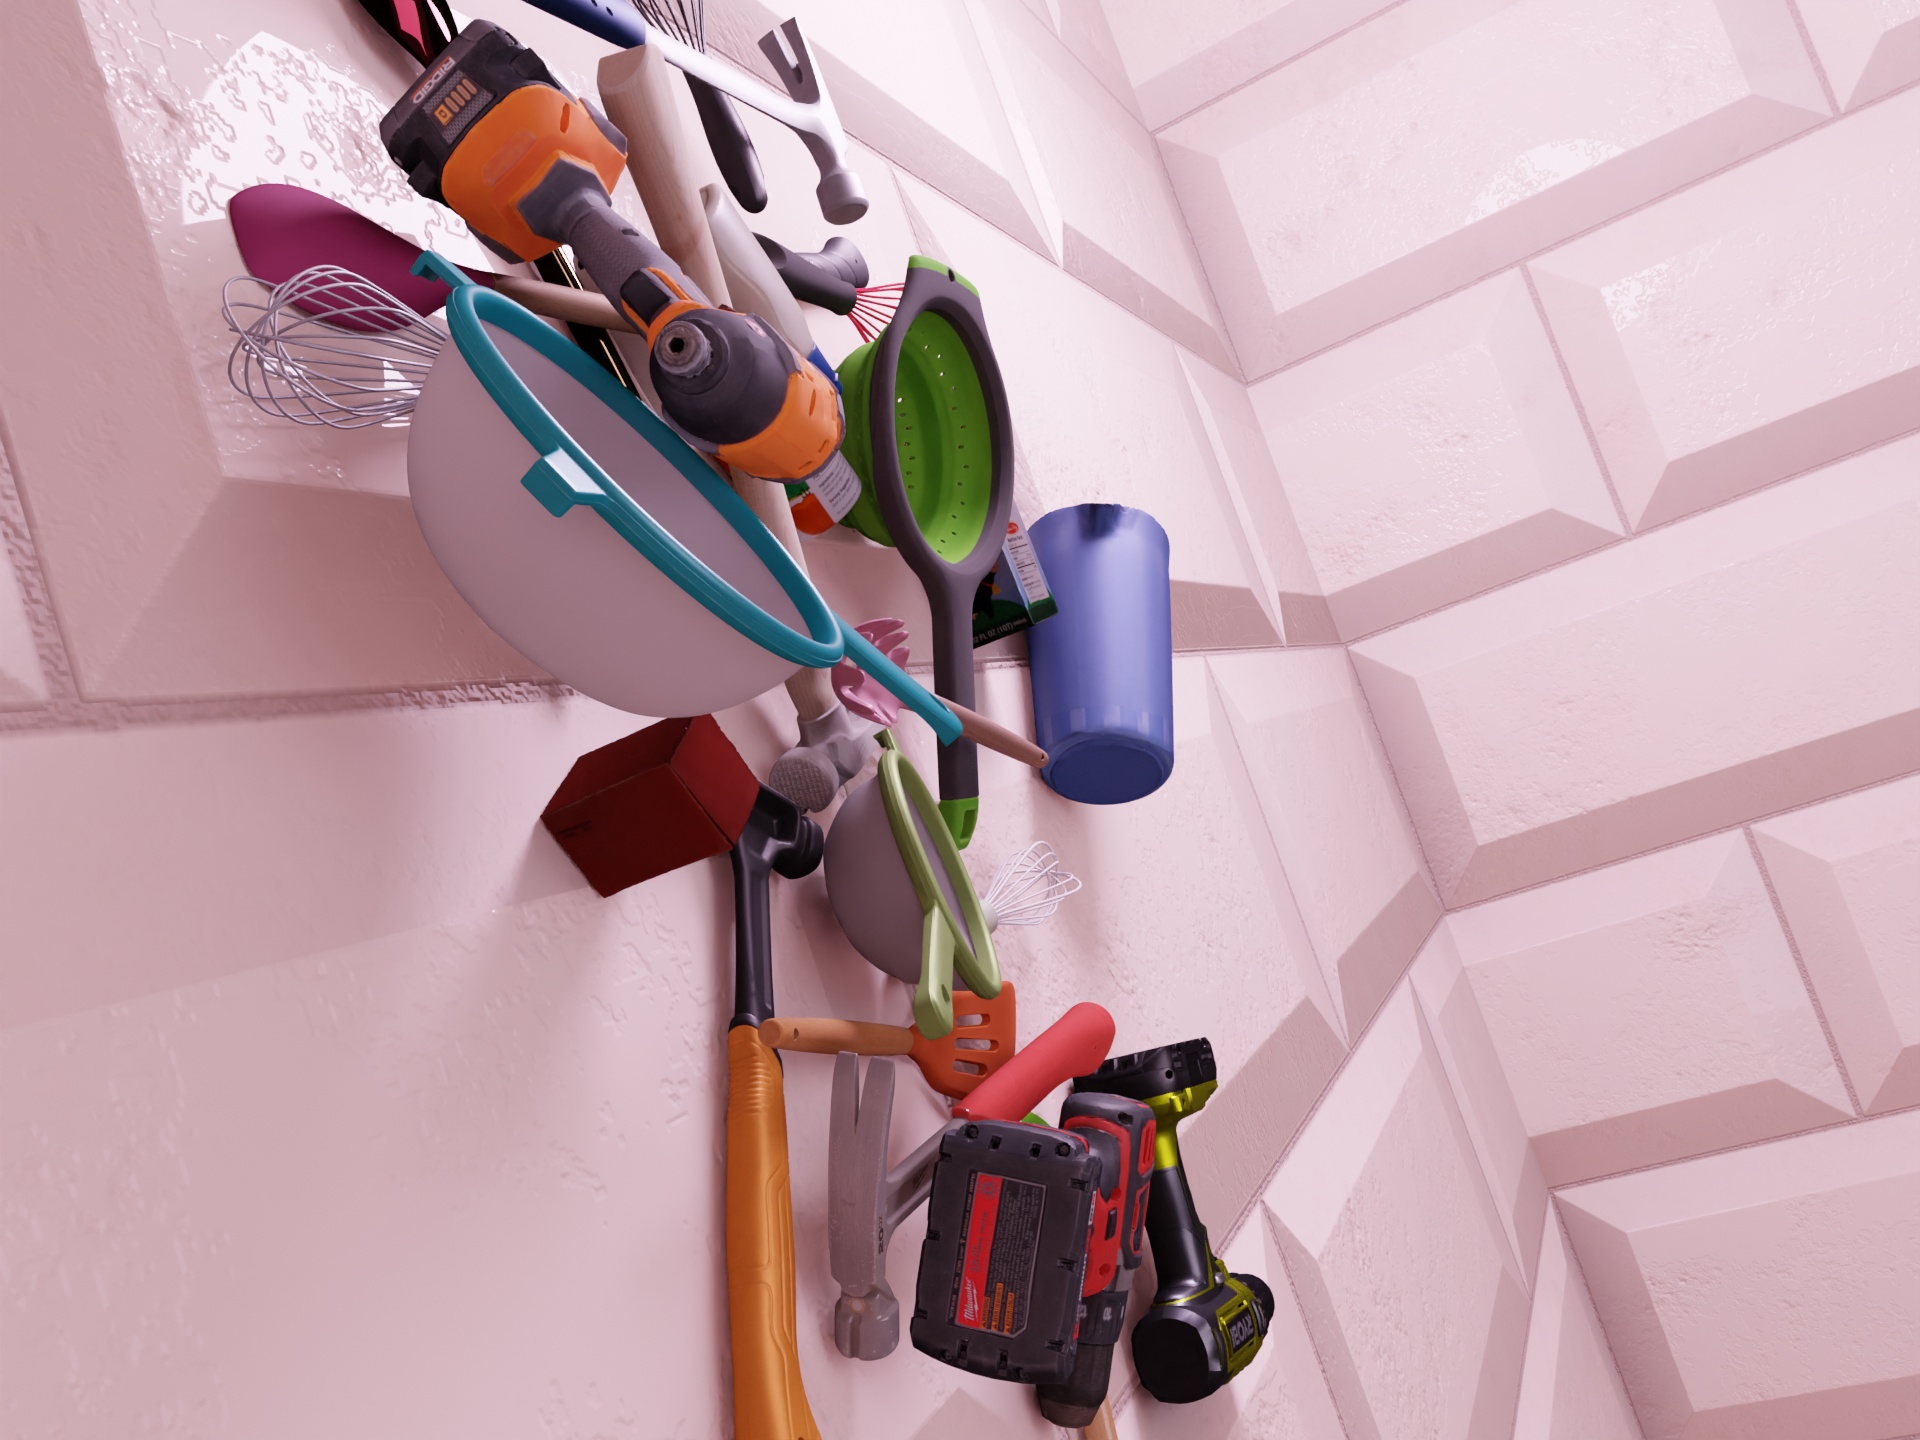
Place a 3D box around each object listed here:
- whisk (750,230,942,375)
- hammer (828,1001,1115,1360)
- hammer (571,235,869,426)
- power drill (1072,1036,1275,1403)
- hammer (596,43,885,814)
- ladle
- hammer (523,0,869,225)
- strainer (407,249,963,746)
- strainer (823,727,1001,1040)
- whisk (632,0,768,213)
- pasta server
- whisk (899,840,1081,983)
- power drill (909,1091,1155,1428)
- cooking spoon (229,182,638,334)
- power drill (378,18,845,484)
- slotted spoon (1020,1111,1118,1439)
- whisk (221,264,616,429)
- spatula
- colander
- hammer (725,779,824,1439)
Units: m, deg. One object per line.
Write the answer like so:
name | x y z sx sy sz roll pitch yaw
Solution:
whisk | -0.072 -0.294 1.126 0.295 0.073 0.073 3 67 -60
hammer | 0.019 0.213 0.908 0.359 0.037 0.149 -15 108 -66
hammer | -0.141 -0.294 1.077 0.149 0.036 0.409 66 22 -10
power drill | 0.161 0.349 1.134 0.190 0.080 0.229 14 60 -63
hammer | -0.118 -0.160 0.892 0.146 0.038 0.410 -59 138 -64
ladle | -0.235 -0.272 0.858 0.315 0.031 0.069 63 23 -18
hammer | -0.191 -0.415 0.955 0.405 0.035 0.144 -2 72 -61
strainer | -0.119 -0.044 0.703 0.340 0.095 0.211 40 10 -47
strainer | -0.035 0.112 0.846 0.256 0.069 0.151 -91 157 -74
whisk | -0.178 -0.449 1.084 0.055 0.055 0.239 5 60 -65
pasta server | -0.002 -0.003 1.013 0.316 0.040 0.060 26 72 -62
whisk | 0.018 0.128 1.048 0.246 0.059 0.058 -20 116 -63
power drill | 0.050 0.299 0.860 0.226 0.080 0.188 32 65 -68
cooking spoon | -0.221 -0.216 0.804 0.318 0.017 0.069 -7 76 -59
power drill | -0.155 -0.208 0.727 0.226 0.084 0.164 46 6 7
slotted spoon | 0.076 0.390 0.969 0.070 0.031 0.314 18 55 -62
whisk | -0.230 -0.161 0.737 0.070 0.070 0.284 69 18 1
spatula | -0.031 0.172 0.855 0.322 0.041 0.081 36 56 -69
colander | -0.040 -0.109 1.094 0.204 0.094 0.397 -2 90 -65
hammer | -0.100 0.177 0.751 0.127 0.034 0.337 39 36 -51
